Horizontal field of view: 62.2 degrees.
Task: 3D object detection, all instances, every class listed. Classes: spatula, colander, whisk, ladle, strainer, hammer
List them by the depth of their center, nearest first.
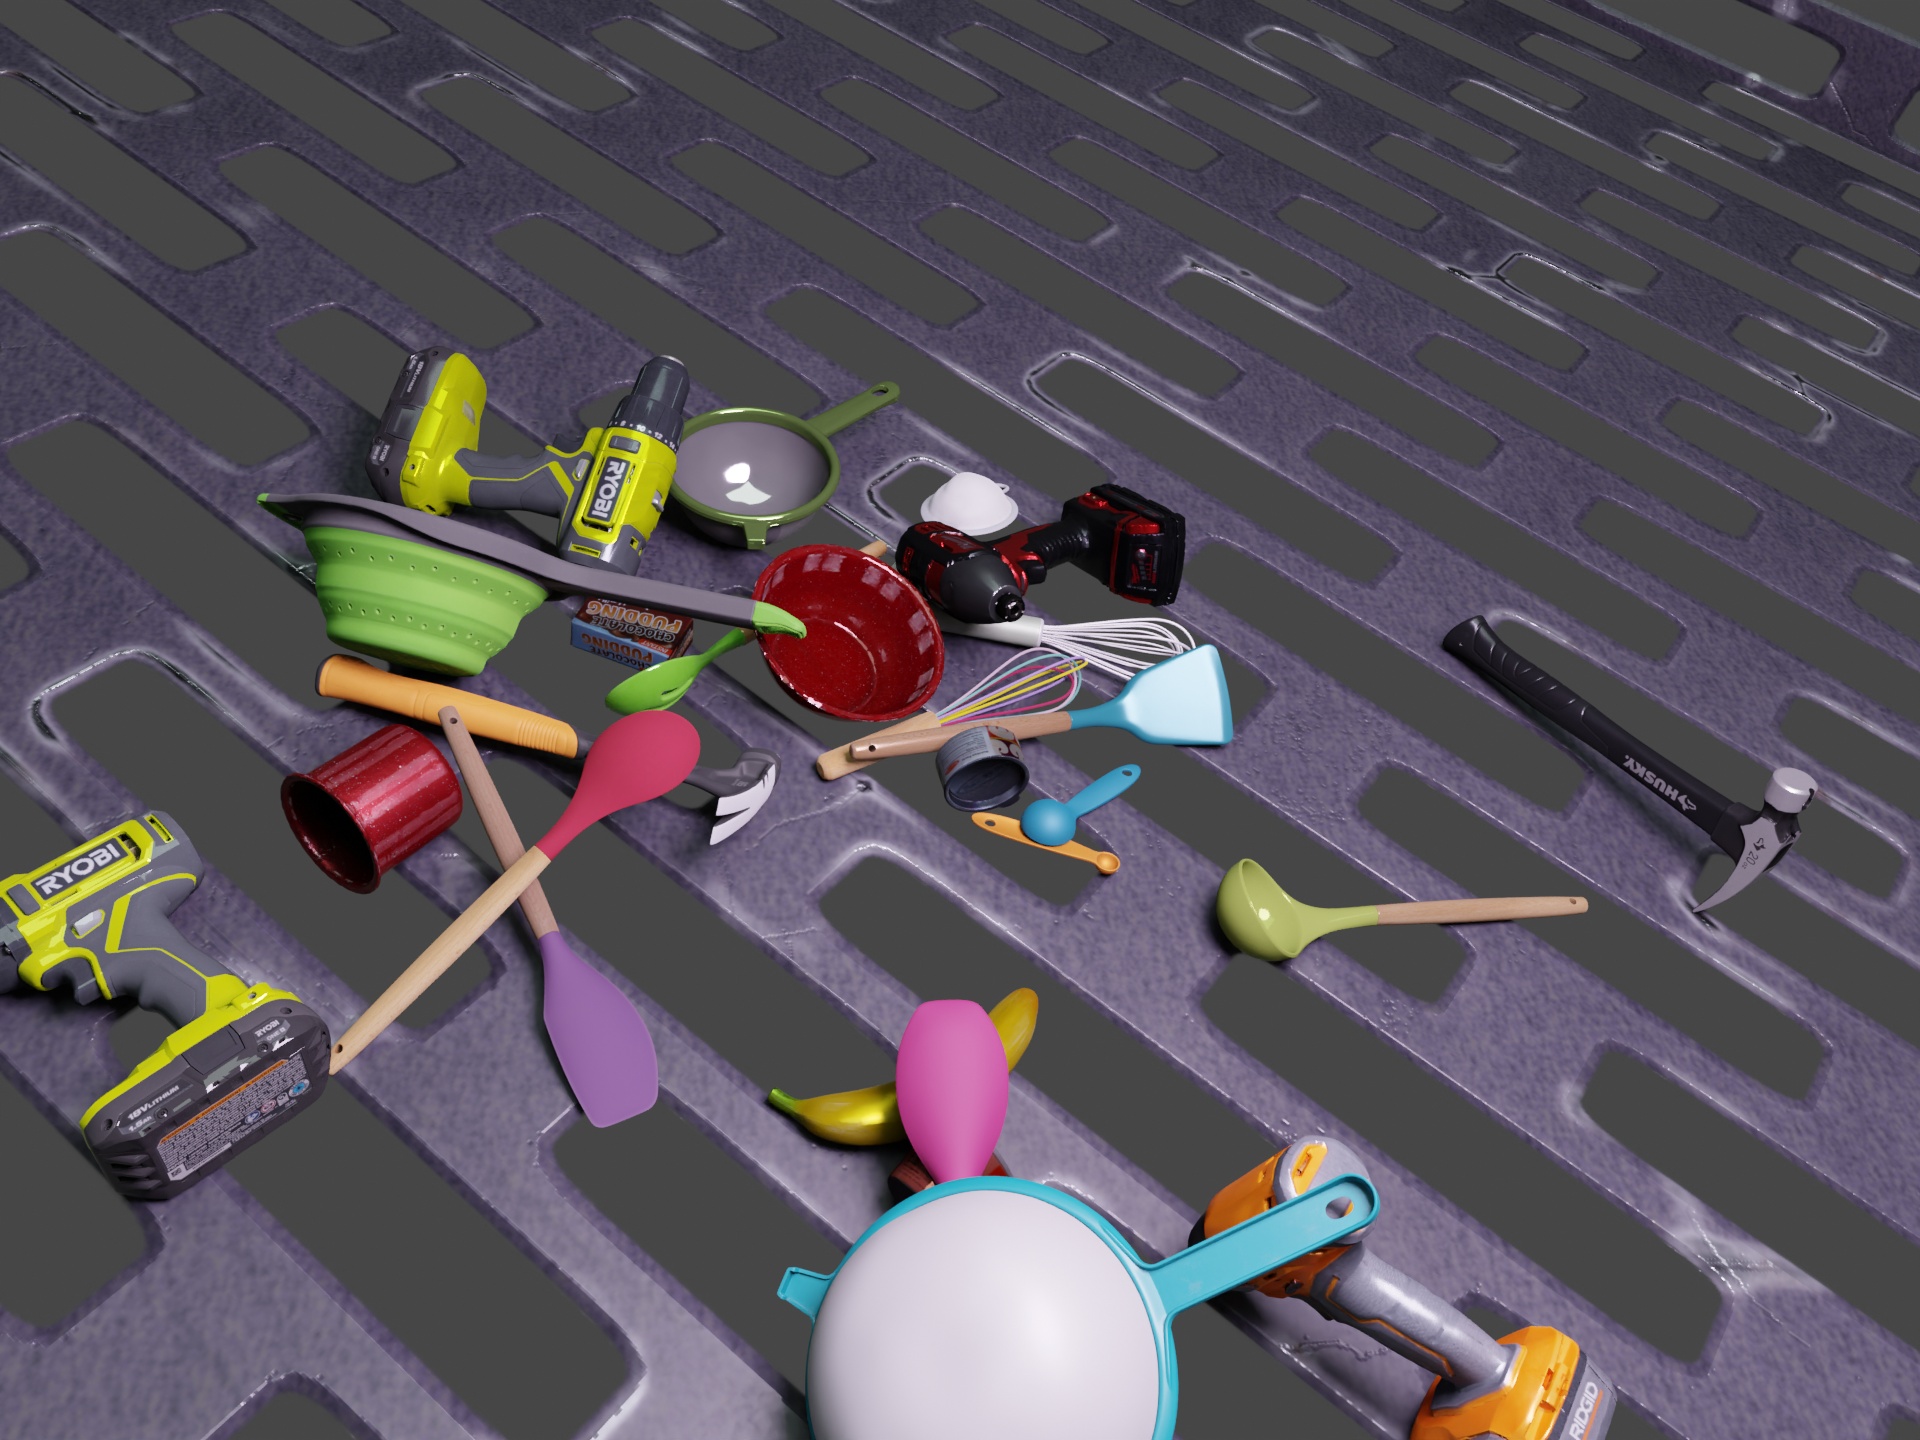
[{"bbox_3d":[0.058,0.313,0.826,0.340,0.095,0.211,-28,61,7],"label":"strainer"},{"bbox_3d":[-0.288,0.104,1.023,0.069,0.031,0.315,35,70,23],"label":"ladle"},{"bbox_3d":[-0.279,0.120,1.049,0.059,0.018,0.316,-18,66,-31],"label":"spatula"},{"bbox_3d":[-0.303,0.012,1.134,0.337,0.034,0.127,15,17,5],"label":"hammer"},{"bbox_3d":[-0.313,-0.072,1.149,0.397,0.204,0.094,12,82,4],"label":"colander"},{"bbox_3d":[0.337,0.138,1.186,0.320,0.062,0.078,0,52,-17],"label":"ladle"},{"bbox_3d":[0.065,0.001,1.233,0.317,0.044,0.082,-8,87,-25],"label":"spatula"},{"bbox_3d":[-0.003,-0.003,1.244,0.245,0.051,0.047,-22,37,-24],"label":"whisk"},{"bbox_3d":[0.529,0.016,1.313,0.035,0.146,0.335,-19,45,-28],"label":"hammer"},{"bbox_3d":[0.073,-0.072,1.315,0.246,0.057,0.059,10,78,1],"label":"whisk"},{"bbox_3d":[-0.027,-0.153,1.367,0.087,0.050,0.258,19,49,25],"label":"strainer"},{"bbox_3d":[-0.145,-0.221,1.376,0.152,0.069,0.256,36,51,22],"label":"strainer"}]

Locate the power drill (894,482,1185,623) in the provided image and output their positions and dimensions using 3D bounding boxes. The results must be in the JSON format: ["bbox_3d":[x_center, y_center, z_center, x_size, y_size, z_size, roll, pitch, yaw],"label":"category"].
[{"bbox_3d":[0.072,-0.129,1.307,0.219,0.078,0.143,-14,31,-30],"label":"power drill"}]

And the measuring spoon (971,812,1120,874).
[{"bbox_3d":[0.063,0.093,1.192,0.117,0.011,0.021,18,39,8],"label":"measuring spoon"}]

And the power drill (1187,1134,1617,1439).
[{"bbox_3d":[0.239,0.350,0.923,0.226,0.164,0.084,40,51,5],"label":"power drill"}]

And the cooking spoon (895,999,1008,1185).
[{"bbox_3d":[0.002,0.317,0.911,0.068,0.017,0.319,-1,66,-6],"label":"cooking spoon"}]

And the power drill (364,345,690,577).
[{"bbox_3d":[-0.337,-0.222,1.276,0.228,0.080,0.191,15,77,8],"label":"power drill"}]

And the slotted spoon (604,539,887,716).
[{"bbox_3d":[-0.158,-0.078,1.264,0.031,0.070,0.314,49,48,3],"label":"slotted spoon"}]

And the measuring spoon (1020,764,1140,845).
[{"bbox_3d":[0.097,0.056,1.217,0.042,0.021,0.128,37,47,28],"label":"measuring spoon"}]

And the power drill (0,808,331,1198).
[{"bbox_3d":[-0.500,0.168,0.948,0.223,0.080,0.171,38,52,24],"label":"power drill"}]
